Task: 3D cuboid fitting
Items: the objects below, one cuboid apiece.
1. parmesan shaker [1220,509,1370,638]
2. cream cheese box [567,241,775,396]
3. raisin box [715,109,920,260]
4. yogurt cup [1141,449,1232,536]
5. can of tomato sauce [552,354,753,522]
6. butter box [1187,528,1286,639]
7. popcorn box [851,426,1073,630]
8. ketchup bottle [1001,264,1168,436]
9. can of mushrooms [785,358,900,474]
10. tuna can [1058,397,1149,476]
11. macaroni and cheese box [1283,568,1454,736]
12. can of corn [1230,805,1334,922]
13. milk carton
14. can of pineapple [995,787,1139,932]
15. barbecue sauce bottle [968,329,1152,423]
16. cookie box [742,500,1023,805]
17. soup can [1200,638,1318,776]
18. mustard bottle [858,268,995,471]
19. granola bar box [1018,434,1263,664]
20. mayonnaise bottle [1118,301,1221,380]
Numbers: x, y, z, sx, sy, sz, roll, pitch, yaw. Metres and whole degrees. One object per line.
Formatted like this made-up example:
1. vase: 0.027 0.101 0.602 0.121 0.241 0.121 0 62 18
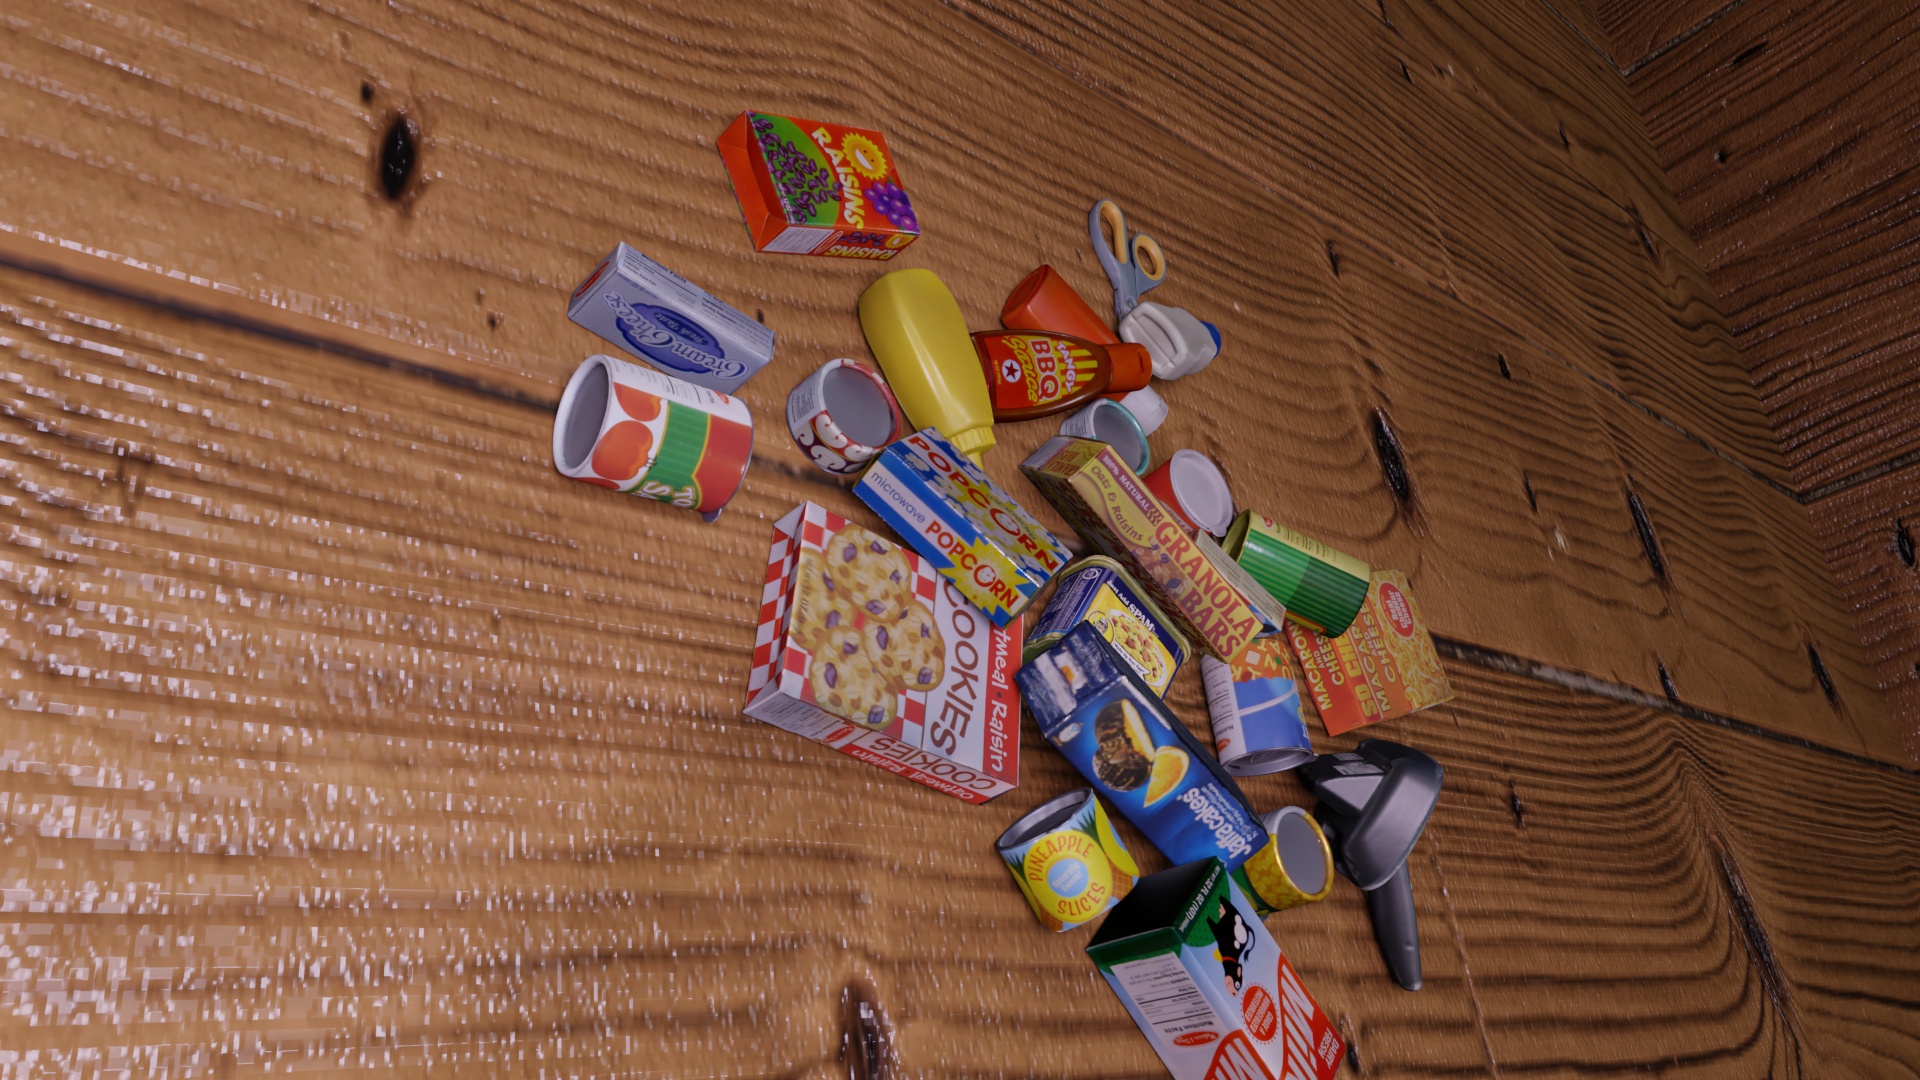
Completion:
1. parmesan shaker: 0.254 0.028 1.071 0.103 0.071 0.072 25 47 -2
2. cream cheese box: -0.161 -0.121 0.780 0.104 0.053 0.024 29 47 -31
3. raisin box: -0.092 -0.236 0.928 0.124 0.040 0.086 -8 72 -48
4. yogurt cup: 0.164 -0.028 1.052 0.072 0.053 0.073 24 52 -34
5. can of tomato sauce: -0.162 -0.053 0.730 0.083 0.071 0.071 16 57 -38
6. butter box: 0.190 0.037 1.040 0.103 0.053 0.024 41 47 -20
7. popcorn box: 0.003 -0.011 0.850 0.127 0.038 0.085 43 21 5
8. ketchup bottle: 0.098 -0.139 1.059 0.148 0.043 0.065 43 46 -19
9. can of mushrooms: -0.070 -0.076 0.860 0.071 0.033 0.071 24 51 -34
10. tuna can: 0.110 -0.069 1.037 0.071 0.032 0.071 24 52 -34
11. macaroni and cheese box: 0.342 0.092 1.170 0.167 0.040 0.124 -4 69 -47
12. can of corn: 0.214 0.222 0.949 0.071 0.058 0.071 24 52 -34
13. milk carton: 0.168 0.296 0.848 0.190 0.073 0.073 56 40 -5
14. can of pineapple: 0.063 0.187 0.811 0.071 0.070 0.058 -32 91 -50
15. barbecue sauce bottle: 0.068 -0.119 0.988 0.149 0.043 0.065 -8 86 -31
16. cookie box: -0.038 0.067 0.803 0.167 0.040 0.123 27 49 -31
17. soup can: 0.215 0.121 1.003 0.071 0.071 0.084 16 56 -39
18. mustard bottle: -0.014 -0.101 0.919 0.065 0.048 0.160 -13 77 -47
19. granola bar box: 0.121 0.002 0.944 0.039 0.124 0.165 -43 104 -4
20. mayonnaise bottle: 0.177 -0.161 1.128 0.065 0.041 0.148 52 23 11
